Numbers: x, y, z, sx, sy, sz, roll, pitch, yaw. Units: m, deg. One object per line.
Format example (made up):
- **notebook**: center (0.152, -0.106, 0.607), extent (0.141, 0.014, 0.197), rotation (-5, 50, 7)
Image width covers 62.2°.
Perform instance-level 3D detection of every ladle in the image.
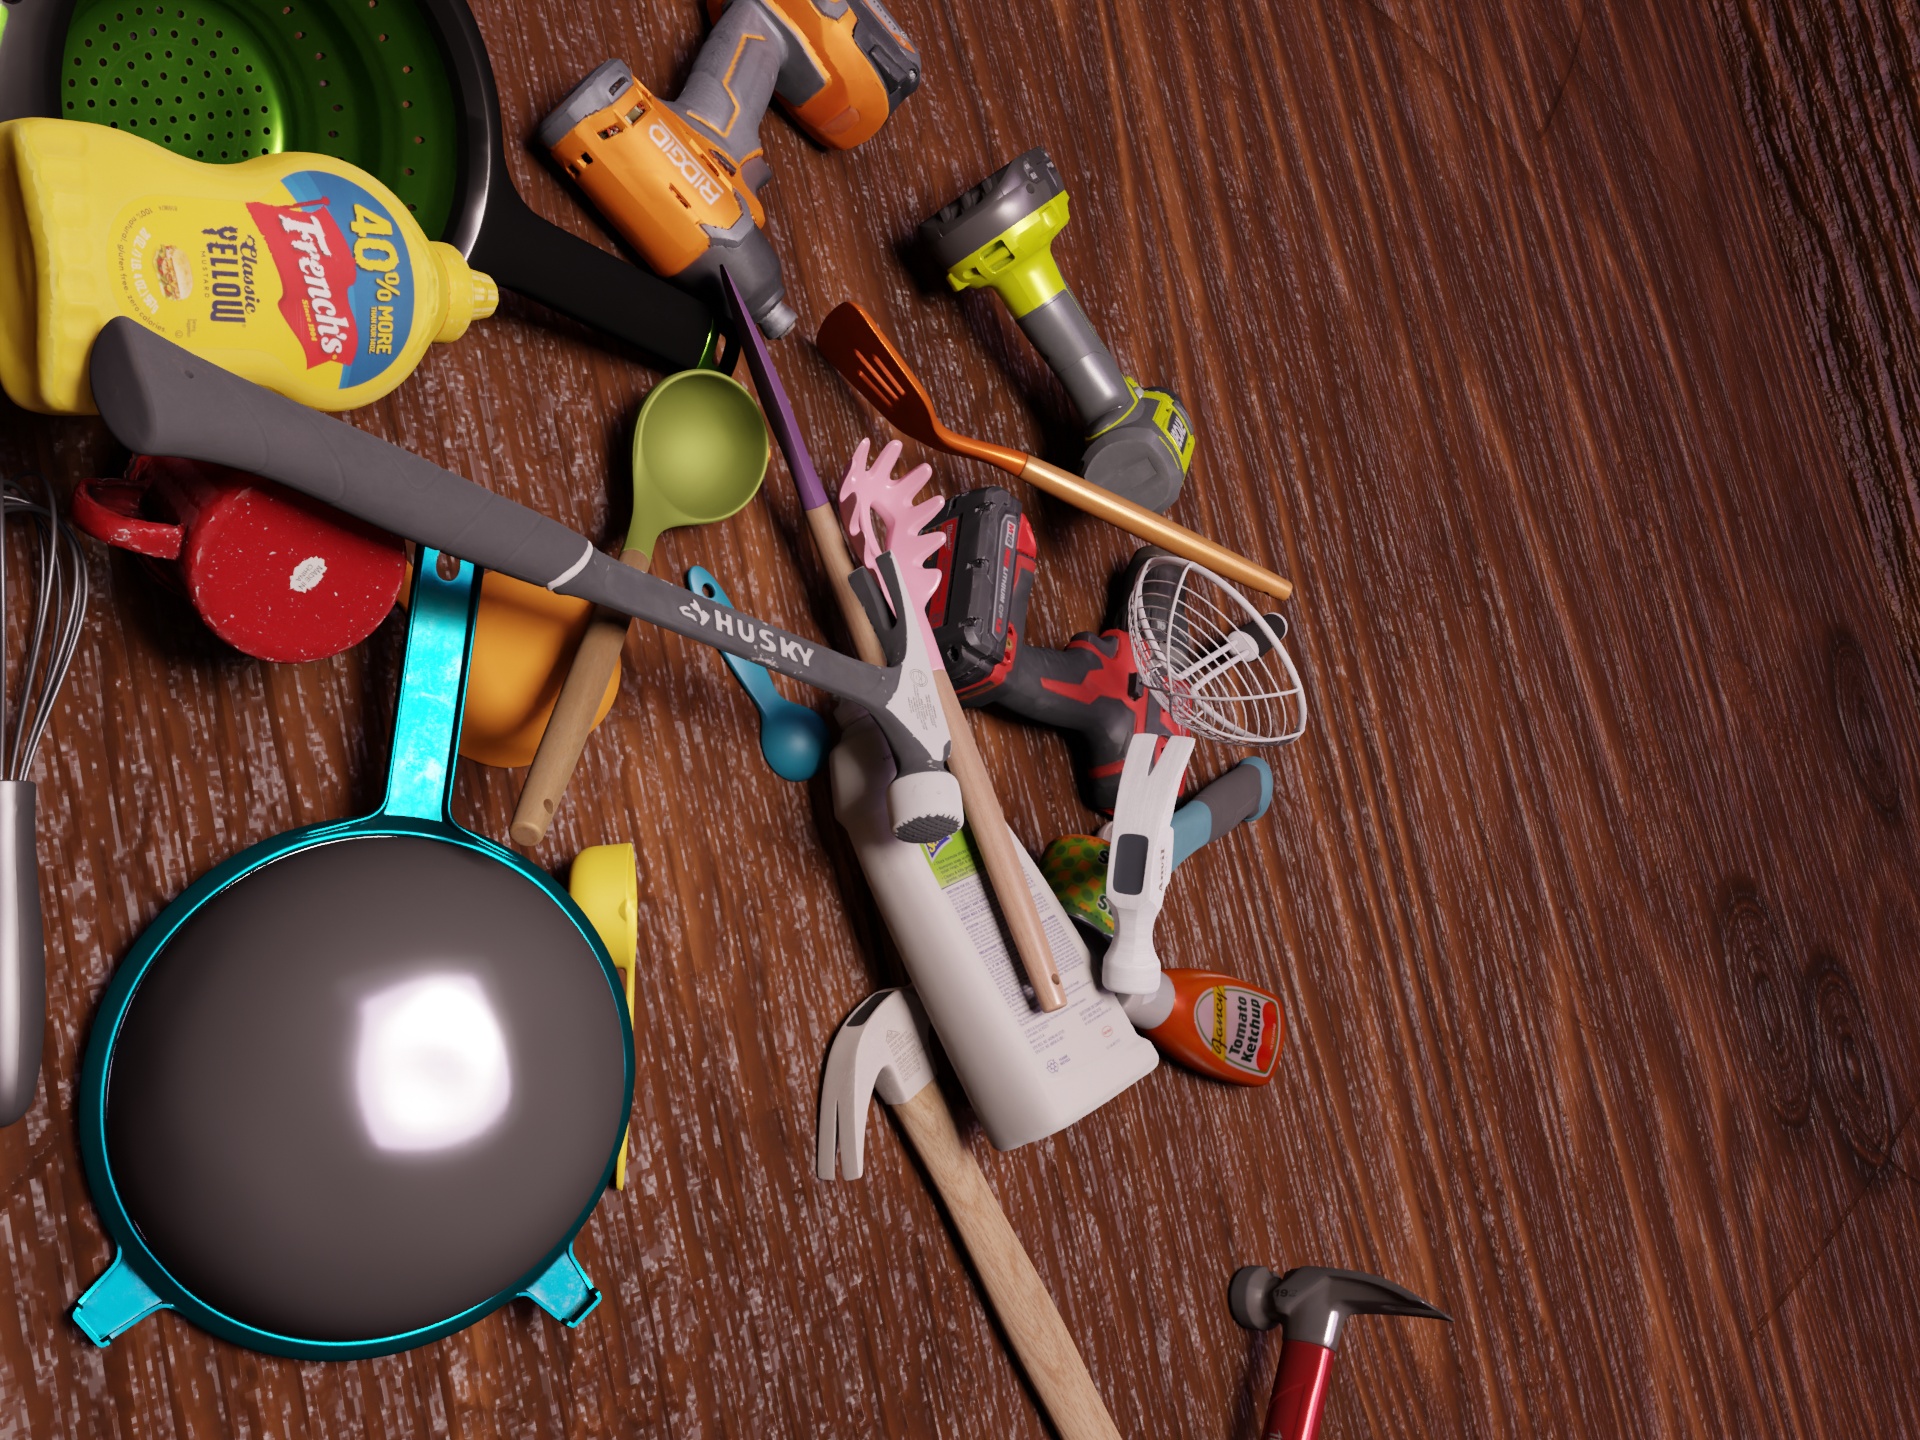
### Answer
- **ladle**: center (-0.144, -0.061, 0.719), extent (0.078, 0.062, 0.320), rotation (56, 24, -32)

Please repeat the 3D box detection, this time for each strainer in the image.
- **strainer**: center (-0.206, 0.075, 0.612), extent (0.210, 0.095, 0.340), rotation (10, 78, -30)

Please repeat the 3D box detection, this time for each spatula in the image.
- **spatula**: center (0.061, -0.148, 0.934), extent (0.322, 0.081, 0.041), rotation (23, 78, -15)
- **spatula**: center (-0.069, -0.092, 0.859), extent (0.018, 0.060, 0.315), rotation (-22, 106, -5)

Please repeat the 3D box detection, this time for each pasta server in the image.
- **pasta server**: center (-0.001, -0.003, 0.823), extent (0.060, 0.040, 0.316), rotation (-4, 66, -41)

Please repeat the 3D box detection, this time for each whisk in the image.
- **whisk**: center (-0.343, 0.025, 0.573), extent (0.055, 0.055, 0.239), rotation (3, 79, -43)

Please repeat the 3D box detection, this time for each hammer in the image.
- **hammer**: center (0.144, 0.061, 0.952), extent (0.331, 0.033, 0.128), rotation (-15, 108, -68)
- **hammer**: center (0.023, 0.296, 0.845), extent (0.130, 0.031, 0.331), rotation (-33, 100, -45)
- **hammer**: center (0.168, 0.490, 0.857), extent (0.038, 0.143, 0.387), rotation (36, 58, -26)
- **hammer**: center (-0.145, -0.062, 0.657), extent (0.408, 0.036, 0.149), rotation (23, 48, -46)

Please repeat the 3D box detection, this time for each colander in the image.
- **colander**: center (-0.254, -0.231, 0.715), extent (0.396, 0.094, 0.204), rotation (14, 93, -57)

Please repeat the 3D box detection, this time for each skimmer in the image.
- **skimmer**: center (0.186, -0.057, 0.995), extent (0.127, 0.090, 0.363), rotation (49, 22, 7)

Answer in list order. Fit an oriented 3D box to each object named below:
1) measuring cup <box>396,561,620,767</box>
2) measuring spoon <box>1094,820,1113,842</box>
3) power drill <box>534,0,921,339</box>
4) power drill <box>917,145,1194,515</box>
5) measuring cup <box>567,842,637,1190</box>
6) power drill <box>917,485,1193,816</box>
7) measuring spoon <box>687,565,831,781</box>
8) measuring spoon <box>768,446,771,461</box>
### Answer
- **measuring cup**: center (-0.224, -0.055, 0.708), extent (0.173, 0.052, 0.095), rotation (49, 49, -23)
- **measuring spoon**: center (0.088, 0.123, 0.981), extent (0.034, 0.018, 0.124), rotation (21, 69, -43)
- **power drill**: center (-0.113, -0.327, 0.889), extent (0.164, 0.084, 0.227), rotation (47, 54, -23)
- **power drill**: center (0.077, -0.247, 1.027), extent (0.228, 0.080, 0.191), rotation (56, 23, -14)
- **measuring cup**: center (-0.163, 0.134, 0.719), extent (0.029, 0.062, 0.156), rotation (1, 88, -7)
- **power drill**: center (0.064, -0.058, 0.973), extent (0.226, 0.080, 0.188), rotation (29, 58, -38)
- **measuring spoon**: center (-0.104, -0.027, 0.835), extent (0.042, 0.021, 0.128), rotation (-41, 107, -43)
- **measuring spoon**: center (-0.142, -0.186, 0.864), extent (0.116, 0.011, 0.021), rotation (52, 55, -23)
